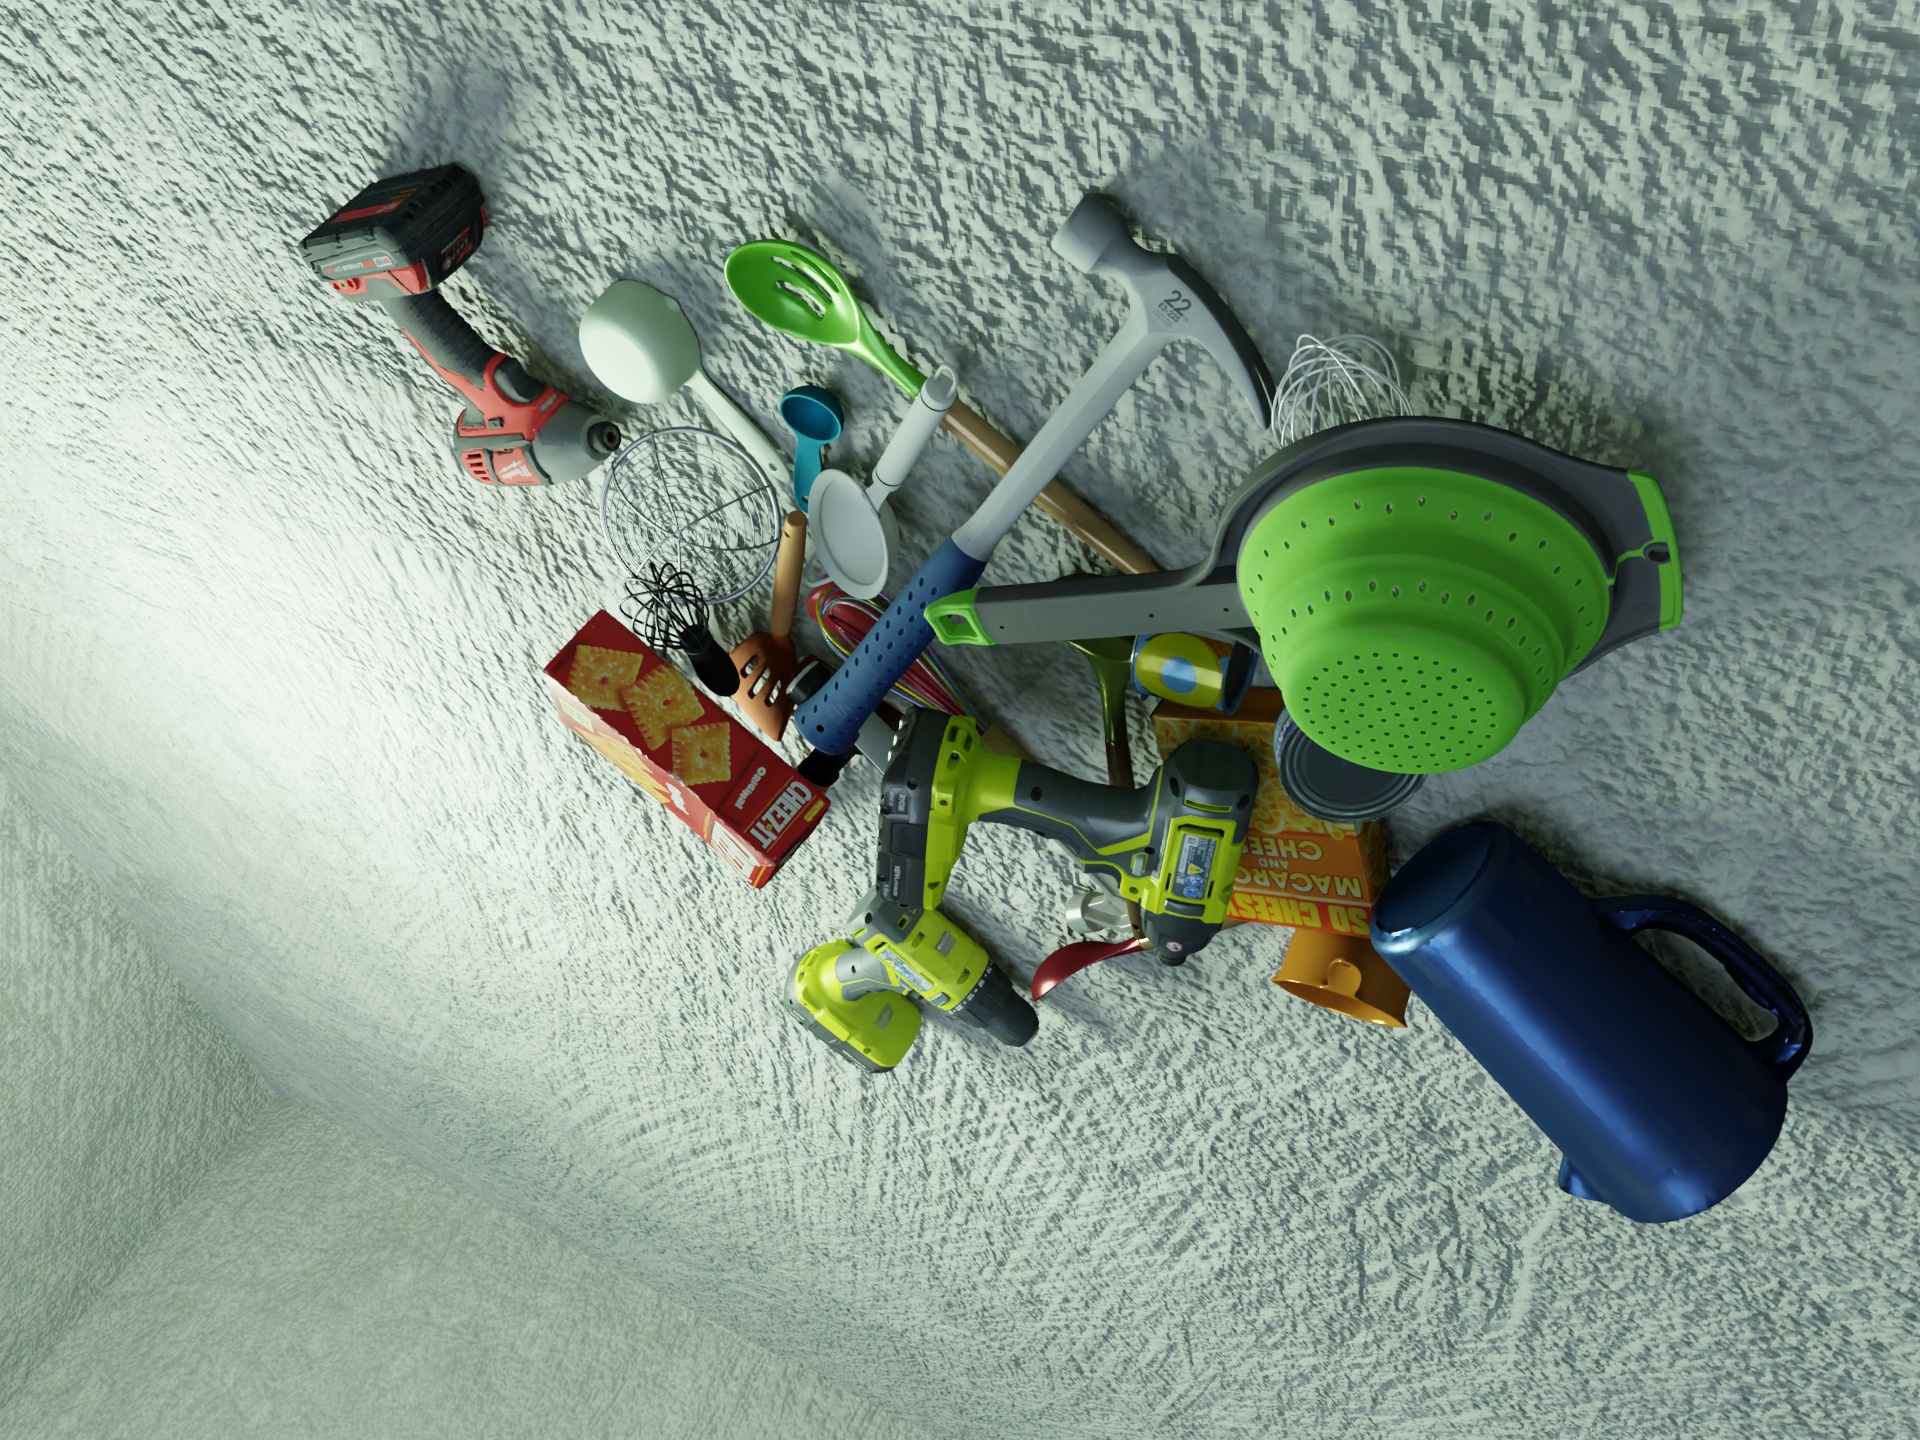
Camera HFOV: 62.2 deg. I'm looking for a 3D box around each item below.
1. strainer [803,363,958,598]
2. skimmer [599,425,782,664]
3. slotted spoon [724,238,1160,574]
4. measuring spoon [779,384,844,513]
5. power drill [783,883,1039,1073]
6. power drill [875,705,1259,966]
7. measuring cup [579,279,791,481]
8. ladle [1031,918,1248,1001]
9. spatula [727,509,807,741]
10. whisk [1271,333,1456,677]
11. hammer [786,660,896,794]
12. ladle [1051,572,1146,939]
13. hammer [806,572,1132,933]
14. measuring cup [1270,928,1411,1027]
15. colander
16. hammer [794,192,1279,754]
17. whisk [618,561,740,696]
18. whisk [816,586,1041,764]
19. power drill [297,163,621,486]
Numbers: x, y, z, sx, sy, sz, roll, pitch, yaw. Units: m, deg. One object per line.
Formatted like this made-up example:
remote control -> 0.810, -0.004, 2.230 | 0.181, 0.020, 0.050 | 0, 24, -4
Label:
strainer -> -0.043, -0.145, 0.965 | 0.087, 0.050, 0.258 | 60, 154, 8
skimmer -> -0.215, -0.093, 1.208 | 0.127, 0.090, 0.363 | 23, 157, -5
slotted spoon -> -0.003, -0.177, 0.931 | 0.313, 0.031, 0.070 | 38, 146, -8
measuring spoon -> -0.094, -0.175, 1.023 | 0.042, 0.021, 0.128 | 22, 154, 4
power drill -> -0.048, 0.246, 1.442 | 0.190, 0.080, 0.228 | 41, 143, -8
power drill -> 0.064, 0.077, 1.007 | 0.223, 0.080, 0.171 | 10, 130, 6
measuring cup -> -0.177, -0.207, 1.026 | 0.167, 0.038, 0.083 | 46, 145, -12
ladle -> 0.157, 0.161, 1.192 | 0.315, 0.069, 0.031 | -28, 95, 47
spatula -> -0.132, -0.069, 1.116 | 0.081, 0.041, 0.322 | 49, 162, 8
whisk -> 0.227, -0.084, 0.829 | 0.070, 0.070, 0.284 | 3, 140, 38
hammer -> -0.107, 0.049, 1.221 | 0.127, 0.034, 0.337 | 44, 158, -2
ladle -> 0.099, 0.038, 1.047 | 0.078, 0.062, 0.319 | 17, 136, 32
hammer -> 0.029, 0.025, 1.140 | 0.359, 0.037, 0.149 | 46, 144, -17
measuring cup -> 0.258, 0.156, 1.047 | 0.095, 0.052, 0.173 | 18, 164, 16
colander -> 0.146, -0.037, 0.804 | 0.397, 0.095, 0.204 | -3, 141, 31
hammer -> 0.016, -0.102, 0.915 | 0.144, 0.035, 0.405 | 37, 131, -6
whisk -> -0.188, -0.054, 1.109 | 0.055, 0.055, 0.238 | 27, 169, 10
whisk -> -0.003, -0.002, 1.059 | 0.245, 0.047, 0.051 | 42, 108, 2
power drill -> -0.324, -0.251, 1.069 | 0.143, 0.079, 0.219 | 5, 139, 36
